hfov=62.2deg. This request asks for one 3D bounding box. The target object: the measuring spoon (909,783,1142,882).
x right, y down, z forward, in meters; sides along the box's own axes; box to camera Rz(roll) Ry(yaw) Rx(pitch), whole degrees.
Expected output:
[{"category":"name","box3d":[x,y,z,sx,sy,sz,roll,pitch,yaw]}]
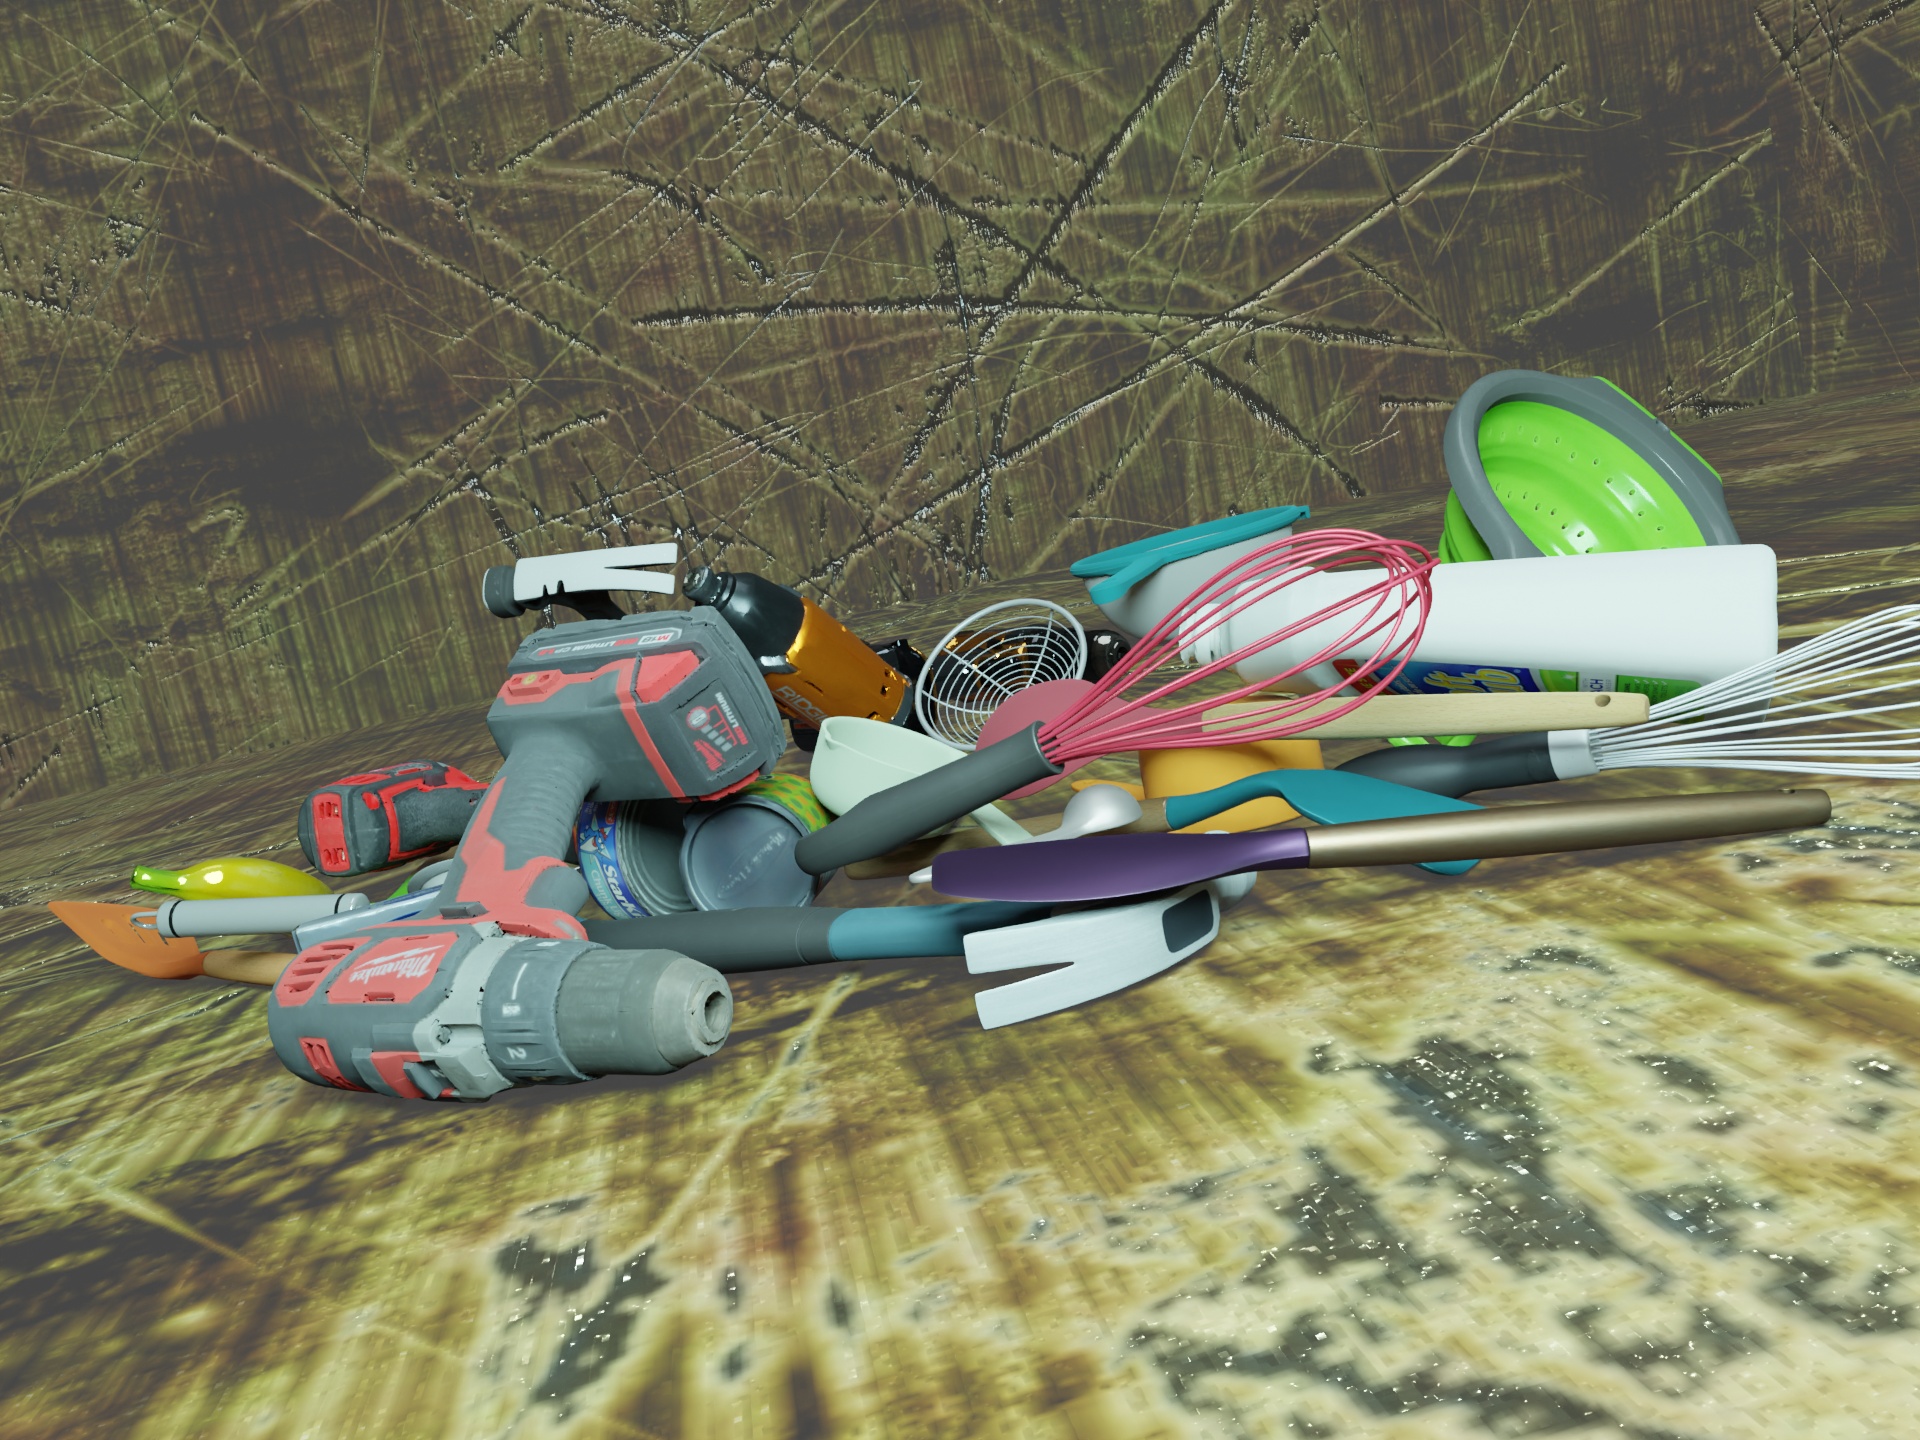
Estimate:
[{"category":"measuring spoon","box3d":[0.026,0.044,0.642,0.124,0.018,0.034,-14,5,-41]}]

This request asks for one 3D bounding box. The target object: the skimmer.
[{"category":"skimmer","box3d":[-0.002,-0.003,0.962,0.127,0.090,0.363,-19,7,16]}]

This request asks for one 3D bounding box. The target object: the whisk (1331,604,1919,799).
[{"category":"whisk","box3d":[0.277,0.006,0.632,0.284,0.070,0.070,-12,7,33]}]

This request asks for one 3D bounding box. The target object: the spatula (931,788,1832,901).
[{"category":"spatula","box3d":[0.147,0.043,0.559,0.316,0.018,0.060,-5,15,0]}]

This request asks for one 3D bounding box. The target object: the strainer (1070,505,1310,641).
[{"category":"strainer","box3d":[0.186,-0.107,1.382,0.211,0.095,0.340,-11,10,26]}]

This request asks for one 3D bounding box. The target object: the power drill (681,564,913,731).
[{"category":"power drill","box3d":[-0.163,-0.019,1.001,0.226,0.164,0.084,-20,46,36]}]

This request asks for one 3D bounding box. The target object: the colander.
[{"category":"colander","box3d":[0.311,-0.064,0.900,0.397,0.204,0.094,-41,-9,-41]}]

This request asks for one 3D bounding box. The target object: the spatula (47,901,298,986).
[{"category":"spatula","box3d":[-0.392,0.124,0.865,0.323,0.041,0.081,-3,-13,38]}]

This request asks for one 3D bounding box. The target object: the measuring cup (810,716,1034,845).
[{"category":"measuring cup","box3d":[-0.009,0.046,0.720,0.083,0.038,0.168,7,18,-40]}]

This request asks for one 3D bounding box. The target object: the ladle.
[{"category":"ladle","box3d":[0.132,0.002,0.692,0.315,0.031,0.069,-3,53,36]}]

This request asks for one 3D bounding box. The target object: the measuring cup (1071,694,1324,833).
[{"category":"measuring cup","box3d":[0.106,0.017,0.798,0.095,0.052,0.174,-18,12,-31]}]

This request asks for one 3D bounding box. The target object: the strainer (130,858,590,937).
[{"category":"strainer","box3d":[-0.294,0.098,0.791,0.258,0.050,0.086,-3,-30,9]}]

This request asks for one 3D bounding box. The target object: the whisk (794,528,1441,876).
[{"category":"whisk","box3d":[0.052,0.003,0.631,0.296,0.073,0.073,-26,2,24]}]

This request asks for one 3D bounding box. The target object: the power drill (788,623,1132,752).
[{"category":"power drill","box3d":[0.003,-0.032,1.212,0.226,0.084,0.185,-14,9,-44]}]

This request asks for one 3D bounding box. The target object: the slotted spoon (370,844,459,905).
[{"category":"slotted spoon","box3d":[-0.333,0.099,1.000,0.070,0.031,0.314,-13,7,-4]}]

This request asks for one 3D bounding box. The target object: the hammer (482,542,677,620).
[{"category":"hammer","box3d":[-0.197,-0.037,1.130,0.127,0.034,0.336,-6,-21,14]}]

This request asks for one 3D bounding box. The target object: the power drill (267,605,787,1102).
[{"category":"power drill","box3d":[-0.146,0.054,0.636,0.188,0.080,0.227,-5,39,25]}]

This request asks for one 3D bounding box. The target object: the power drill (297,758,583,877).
[{"category":"power drill","box3d":[-0.262,0.050,0.948,0.220,0.078,0.143,-5,5,17]}]

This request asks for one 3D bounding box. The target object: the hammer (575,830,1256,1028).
[{"category":"hammer","box3d":[-0.056,0.087,0.646,0.331,0.033,0.128,-8,9,31]}]

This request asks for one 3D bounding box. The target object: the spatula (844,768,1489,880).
[{"category":"spatula","box3d":[0.074,0.056,0.706,0.317,0.044,0.082,-12,7,35]}]
